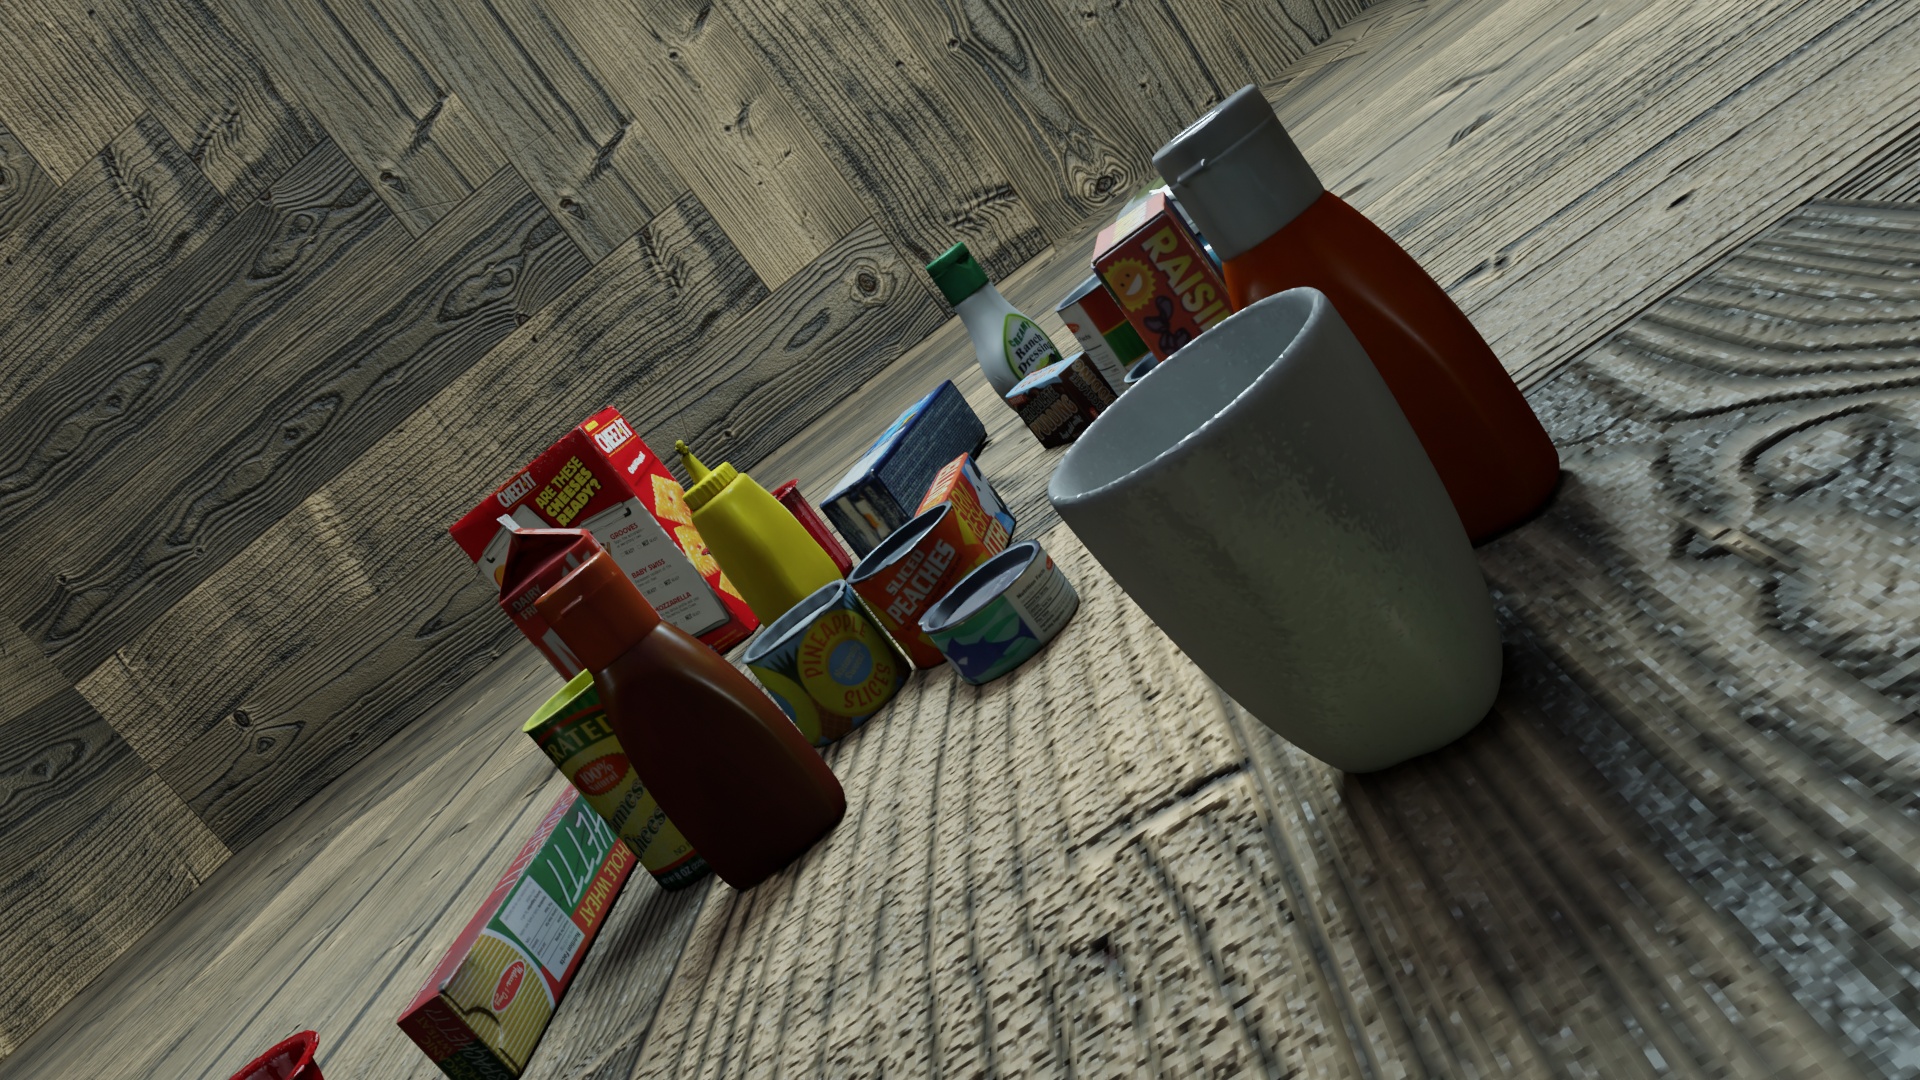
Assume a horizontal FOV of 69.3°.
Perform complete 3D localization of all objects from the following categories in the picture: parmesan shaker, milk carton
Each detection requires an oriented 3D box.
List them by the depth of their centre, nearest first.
[{"bbox_3d":[-0.145,0.105,0.657,0.071,0.103,0.071,-36,11,8],"label":"parmesan shaker"},{"bbox_3d":[-0.247,0.057,0.940,0.073,0.190,0.072,-39,11,-9],"label":"milk carton"}]

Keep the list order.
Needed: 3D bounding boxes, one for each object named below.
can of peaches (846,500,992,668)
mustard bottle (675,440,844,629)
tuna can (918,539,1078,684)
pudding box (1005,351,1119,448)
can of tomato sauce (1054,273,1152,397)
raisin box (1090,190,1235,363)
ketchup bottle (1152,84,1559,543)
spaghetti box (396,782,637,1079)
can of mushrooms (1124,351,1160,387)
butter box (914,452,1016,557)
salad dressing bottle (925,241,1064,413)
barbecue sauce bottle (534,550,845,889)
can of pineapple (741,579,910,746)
[{"bbox_3d":[-0.014,0.023,0.698,0.071,0.058,0.071,-36,11,8],"label":"can of peaches"},{"bbox_3d":[-0.140,-0.003,0.931,0.048,0.160,0.065,-32,12,28],"label":"mustard bottle"},{"bbox_3d":[0.016,0.033,0.627,0.071,0.033,0.071,-36,11,8],"label":"tuna can"},{"bbox_3d":[0.070,-0.094,0.934,0.030,0.049,0.083,-42,12,-20],"label":"pudding box"},{"bbox_3d":[0.112,-0.133,0.877,0.071,0.083,0.071,-36,11,8],"label":"can of tomato sauce"},{"bbox_3d":[0.107,-0.086,0.595,0.040,0.123,0.086,-34,11,18],"label":"raisin box"},{"bbox_3d":[0.114,-0.064,0.418,0.064,0.148,0.044,-25,17,49],"label":"ketchup bottle"},{"bbox_3d":[-0.198,0.173,0.683,0.028,0.050,0.251,-35,11,12],"label":"spaghetti box"},{"bbox_3d":[0.131,-0.099,0.807,0.071,0.033,0.071,-36,11,8],"label":"can of mushrooms"},{"bbox_3d":[0.003,-0.010,0.794,0.024,0.053,0.104,-34,12,19],"label":"butter box"},{"bbox_3d":[0.030,-0.166,1.098,0.064,0.147,0.044,-45,13,-34],"label":"salad dressing bottle"},{"bbox_3d":[-0.116,0.072,0.580,0.065,0.148,0.044,-36,11,7],"label":"barbecue sauce bottle"},{"bbox_3d":[-0.067,0.062,0.705,0.071,0.058,0.071,-36,11,8],"label":"can of pineapple"}]
